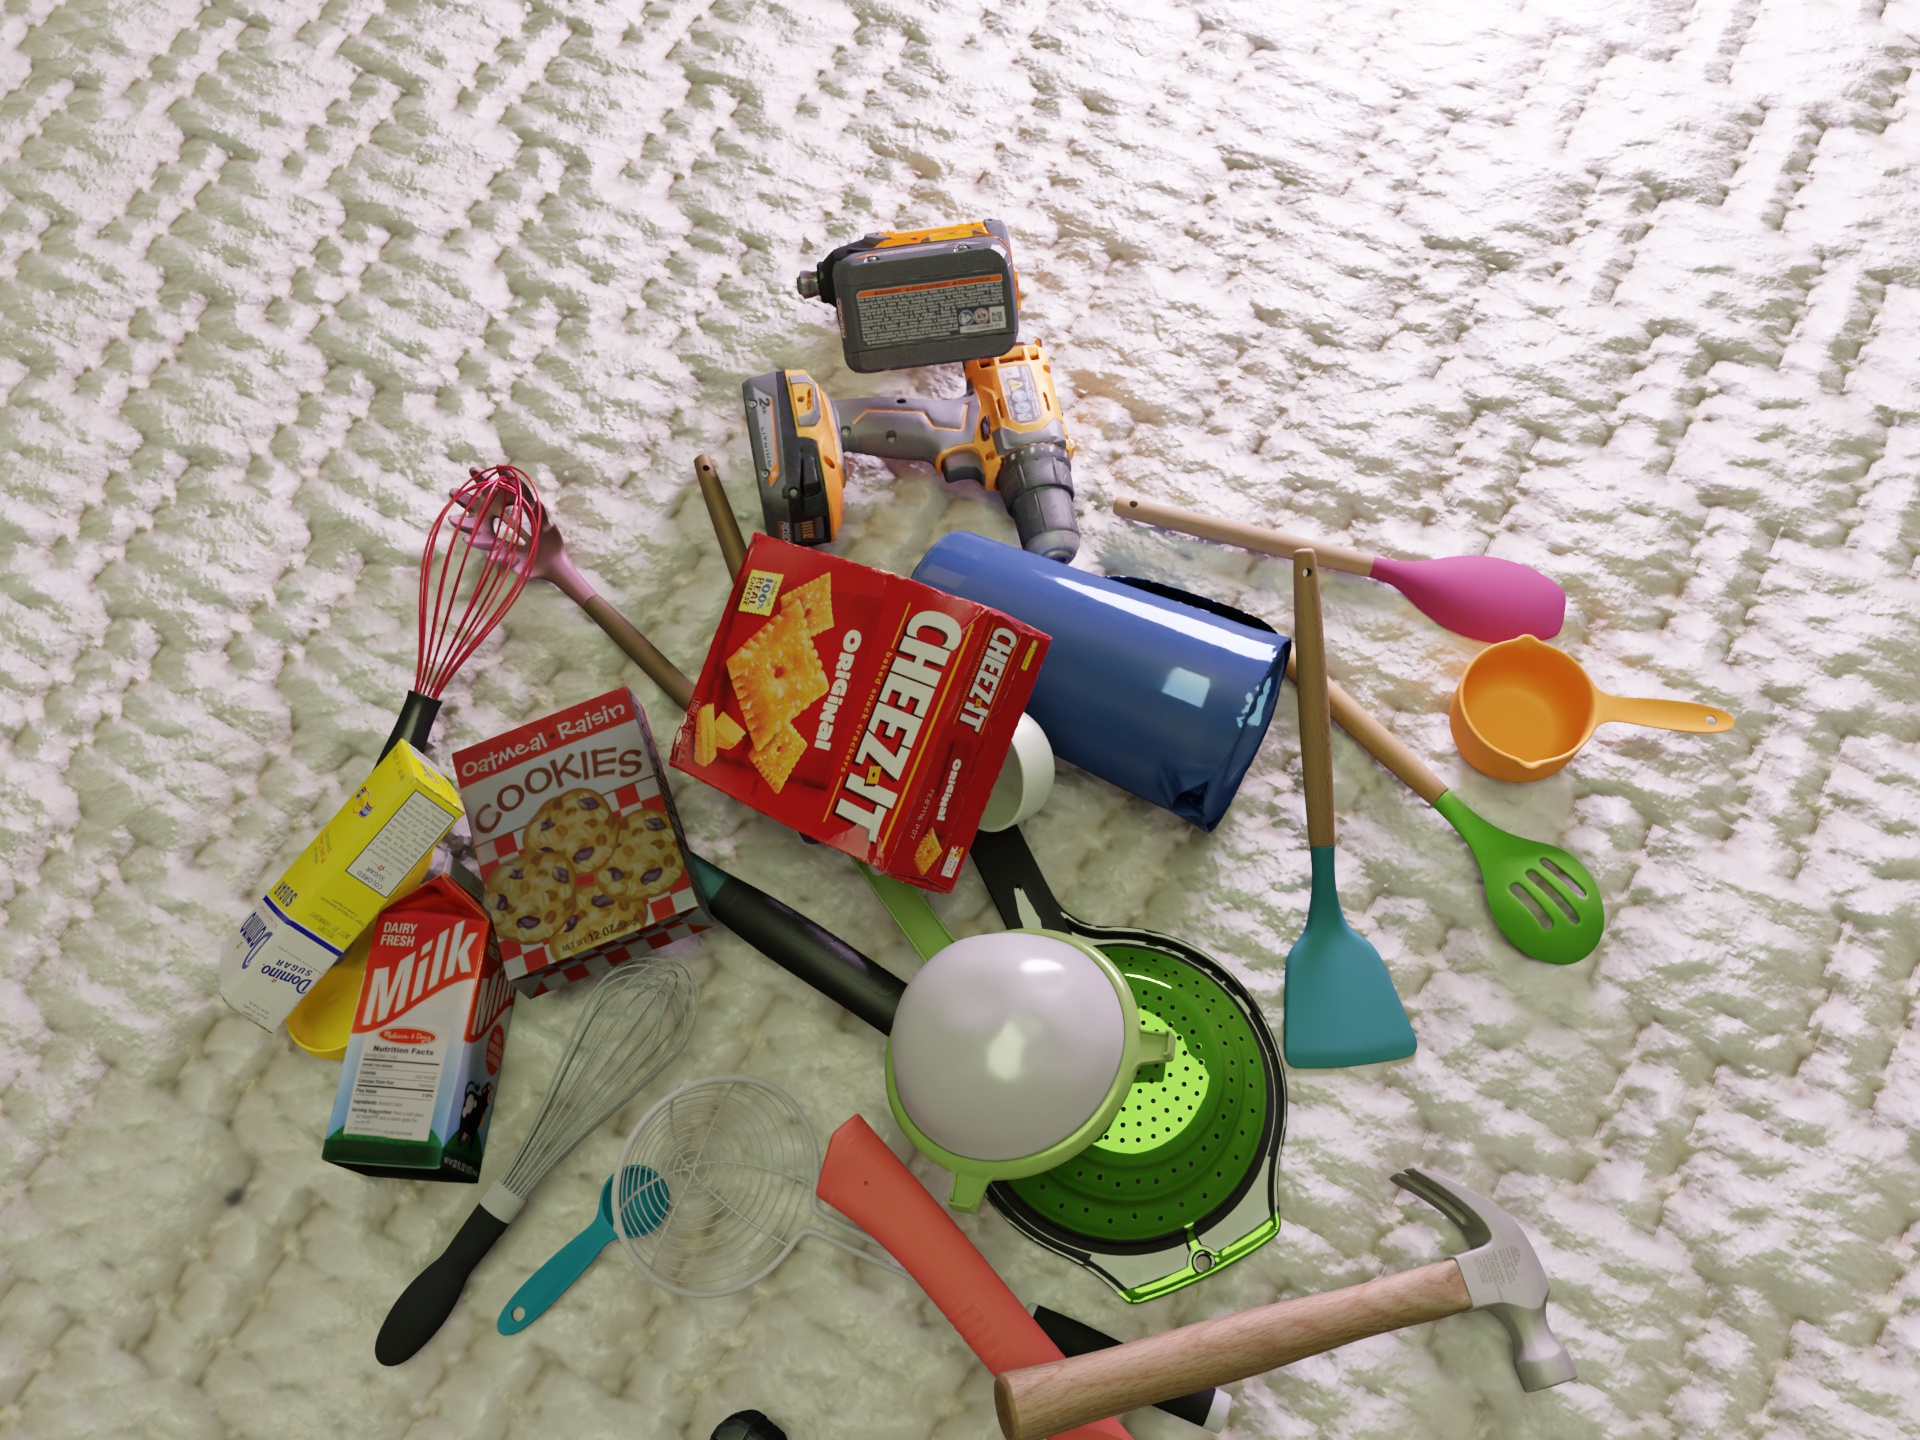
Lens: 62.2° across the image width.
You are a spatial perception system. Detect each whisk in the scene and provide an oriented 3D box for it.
[{"bbox_3d":[-0.253,0.261,0.953,0.070,0.070,0.285,32,76,16],"label":"whisk"},{"bbox_3d":[-0.353,-0.035,1.070,0.073,0.073,0.296,18,83,10],"label":"whisk"}]

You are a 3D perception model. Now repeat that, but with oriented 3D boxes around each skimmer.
[{"bbox_3d":[-0.020,0.315,0.895,0.363,0.090,0.127,21,75,11],"label":"skimmer"}]

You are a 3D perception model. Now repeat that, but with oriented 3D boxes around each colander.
[{"bbox_3d":[0.061,0.144,0.966,0.204,0.094,0.397,-24,67,-8],"label":"colander"}]

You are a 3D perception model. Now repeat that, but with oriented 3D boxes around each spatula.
[{"bbox_3d":[-0.133,-0.058,1.108,0.059,0.018,0.316,-17,67,-15],"label":"spatula"},{"bbox_3d":[0.226,0.053,0.980,0.082,0.044,0.317,-6,97,0],"label":"spatula"}]

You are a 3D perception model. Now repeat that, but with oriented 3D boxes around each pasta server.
[{"bbox_3d":[-0.243,-0.067,1.107,0.316,0.040,0.060,43,89,17],"label":"pasta server"}]

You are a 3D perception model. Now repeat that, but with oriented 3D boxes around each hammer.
[{"bbox_3d":[0.055,0.355,0.858,0.149,0.036,0.359,-39,83,-12],"label":"hammer"},{"bbox_3d":[0.174,0.329,0.861,0.331,0.031,0.130,-6,63,-20],"label":"hammer"},{"bbox_3d":[-0.140,0.116,1.008,0.331,0.033,0.128,29,72,21],"label":"hammer"}]

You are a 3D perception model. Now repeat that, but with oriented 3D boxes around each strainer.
[{"bbox_3d":[-0.007,0.138,0.906,0.151,0.069,0.257,-36,50,-5],"label":"strainer"}]

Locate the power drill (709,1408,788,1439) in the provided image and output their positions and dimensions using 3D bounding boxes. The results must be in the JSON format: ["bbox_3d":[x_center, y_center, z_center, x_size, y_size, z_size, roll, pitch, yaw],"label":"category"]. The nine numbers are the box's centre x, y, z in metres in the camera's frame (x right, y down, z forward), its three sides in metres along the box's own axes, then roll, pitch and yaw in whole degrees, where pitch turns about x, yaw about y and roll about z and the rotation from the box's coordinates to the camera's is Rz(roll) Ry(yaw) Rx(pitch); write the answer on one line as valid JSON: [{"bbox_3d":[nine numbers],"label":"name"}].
[{"bbox_3d":[-0.058,0.471,0.839,0.220,0.078,0.143,32,71,13],"label":"power drill"}]

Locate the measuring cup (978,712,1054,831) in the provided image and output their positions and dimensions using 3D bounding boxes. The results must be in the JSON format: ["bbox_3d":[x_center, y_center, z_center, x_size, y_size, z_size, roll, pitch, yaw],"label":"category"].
[{"bbox_3d":[-0.002,-0.003,1.000,0.038,0.083,0.168,-15,53,-40],"label":"measuring cup"}]

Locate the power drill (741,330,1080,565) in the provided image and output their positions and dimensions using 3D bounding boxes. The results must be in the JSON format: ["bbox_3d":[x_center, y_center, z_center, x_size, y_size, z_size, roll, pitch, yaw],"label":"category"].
[{"bbox_3d":[-0.030,-0.177,1.125,0.226,0.084,0.185,-10,66,-7],"label":"power drill"}]

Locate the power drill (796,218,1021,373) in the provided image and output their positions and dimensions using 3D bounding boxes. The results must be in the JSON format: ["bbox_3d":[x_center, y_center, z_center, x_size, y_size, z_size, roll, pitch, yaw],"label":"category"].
[{"bbox_3d":[-0.039,-0.307,1.129,0.164,0.084,0.227,-7,23,1],"label":"power drill"}]

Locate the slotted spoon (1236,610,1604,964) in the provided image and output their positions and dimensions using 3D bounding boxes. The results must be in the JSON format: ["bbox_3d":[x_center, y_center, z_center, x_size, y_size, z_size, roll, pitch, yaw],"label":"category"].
[{"bbox_3d":[0.293,0.034,1.042,0.070,0.031,0.314,-39,68,-11],"label":"slotted spoon"}]

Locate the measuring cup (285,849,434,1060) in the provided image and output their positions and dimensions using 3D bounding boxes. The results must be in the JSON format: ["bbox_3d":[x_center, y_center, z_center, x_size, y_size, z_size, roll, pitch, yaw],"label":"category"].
[{"bbox_3d":[-0.378,0.148,1.030,0.062,0.029,0.157,14,56,9],"label":"measuring cup"}]

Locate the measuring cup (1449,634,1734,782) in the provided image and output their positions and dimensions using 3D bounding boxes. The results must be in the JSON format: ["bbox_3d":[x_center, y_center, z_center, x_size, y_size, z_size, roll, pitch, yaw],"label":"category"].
[{"bbox_3d":[0.407,0.001,1.037,0.173,0.052,0.095,6,66,3],"label":"measuring cup"}]

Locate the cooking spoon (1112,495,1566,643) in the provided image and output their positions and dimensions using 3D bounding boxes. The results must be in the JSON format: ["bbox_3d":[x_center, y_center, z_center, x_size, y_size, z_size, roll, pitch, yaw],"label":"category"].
[{"bbox_3d":[0.262,-0.114,1.113,0.319,0.017,0.069,15,67,9],"label":"cooking spoon"}]

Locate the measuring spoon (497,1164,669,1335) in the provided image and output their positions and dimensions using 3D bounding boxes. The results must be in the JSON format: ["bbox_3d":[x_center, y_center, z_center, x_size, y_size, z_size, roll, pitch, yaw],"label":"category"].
[{"bbox_3d":[-0.224,0.318,0.949,0.128,0.021,0.042,-44,71,-6],"label":"measuring spoon"}]
